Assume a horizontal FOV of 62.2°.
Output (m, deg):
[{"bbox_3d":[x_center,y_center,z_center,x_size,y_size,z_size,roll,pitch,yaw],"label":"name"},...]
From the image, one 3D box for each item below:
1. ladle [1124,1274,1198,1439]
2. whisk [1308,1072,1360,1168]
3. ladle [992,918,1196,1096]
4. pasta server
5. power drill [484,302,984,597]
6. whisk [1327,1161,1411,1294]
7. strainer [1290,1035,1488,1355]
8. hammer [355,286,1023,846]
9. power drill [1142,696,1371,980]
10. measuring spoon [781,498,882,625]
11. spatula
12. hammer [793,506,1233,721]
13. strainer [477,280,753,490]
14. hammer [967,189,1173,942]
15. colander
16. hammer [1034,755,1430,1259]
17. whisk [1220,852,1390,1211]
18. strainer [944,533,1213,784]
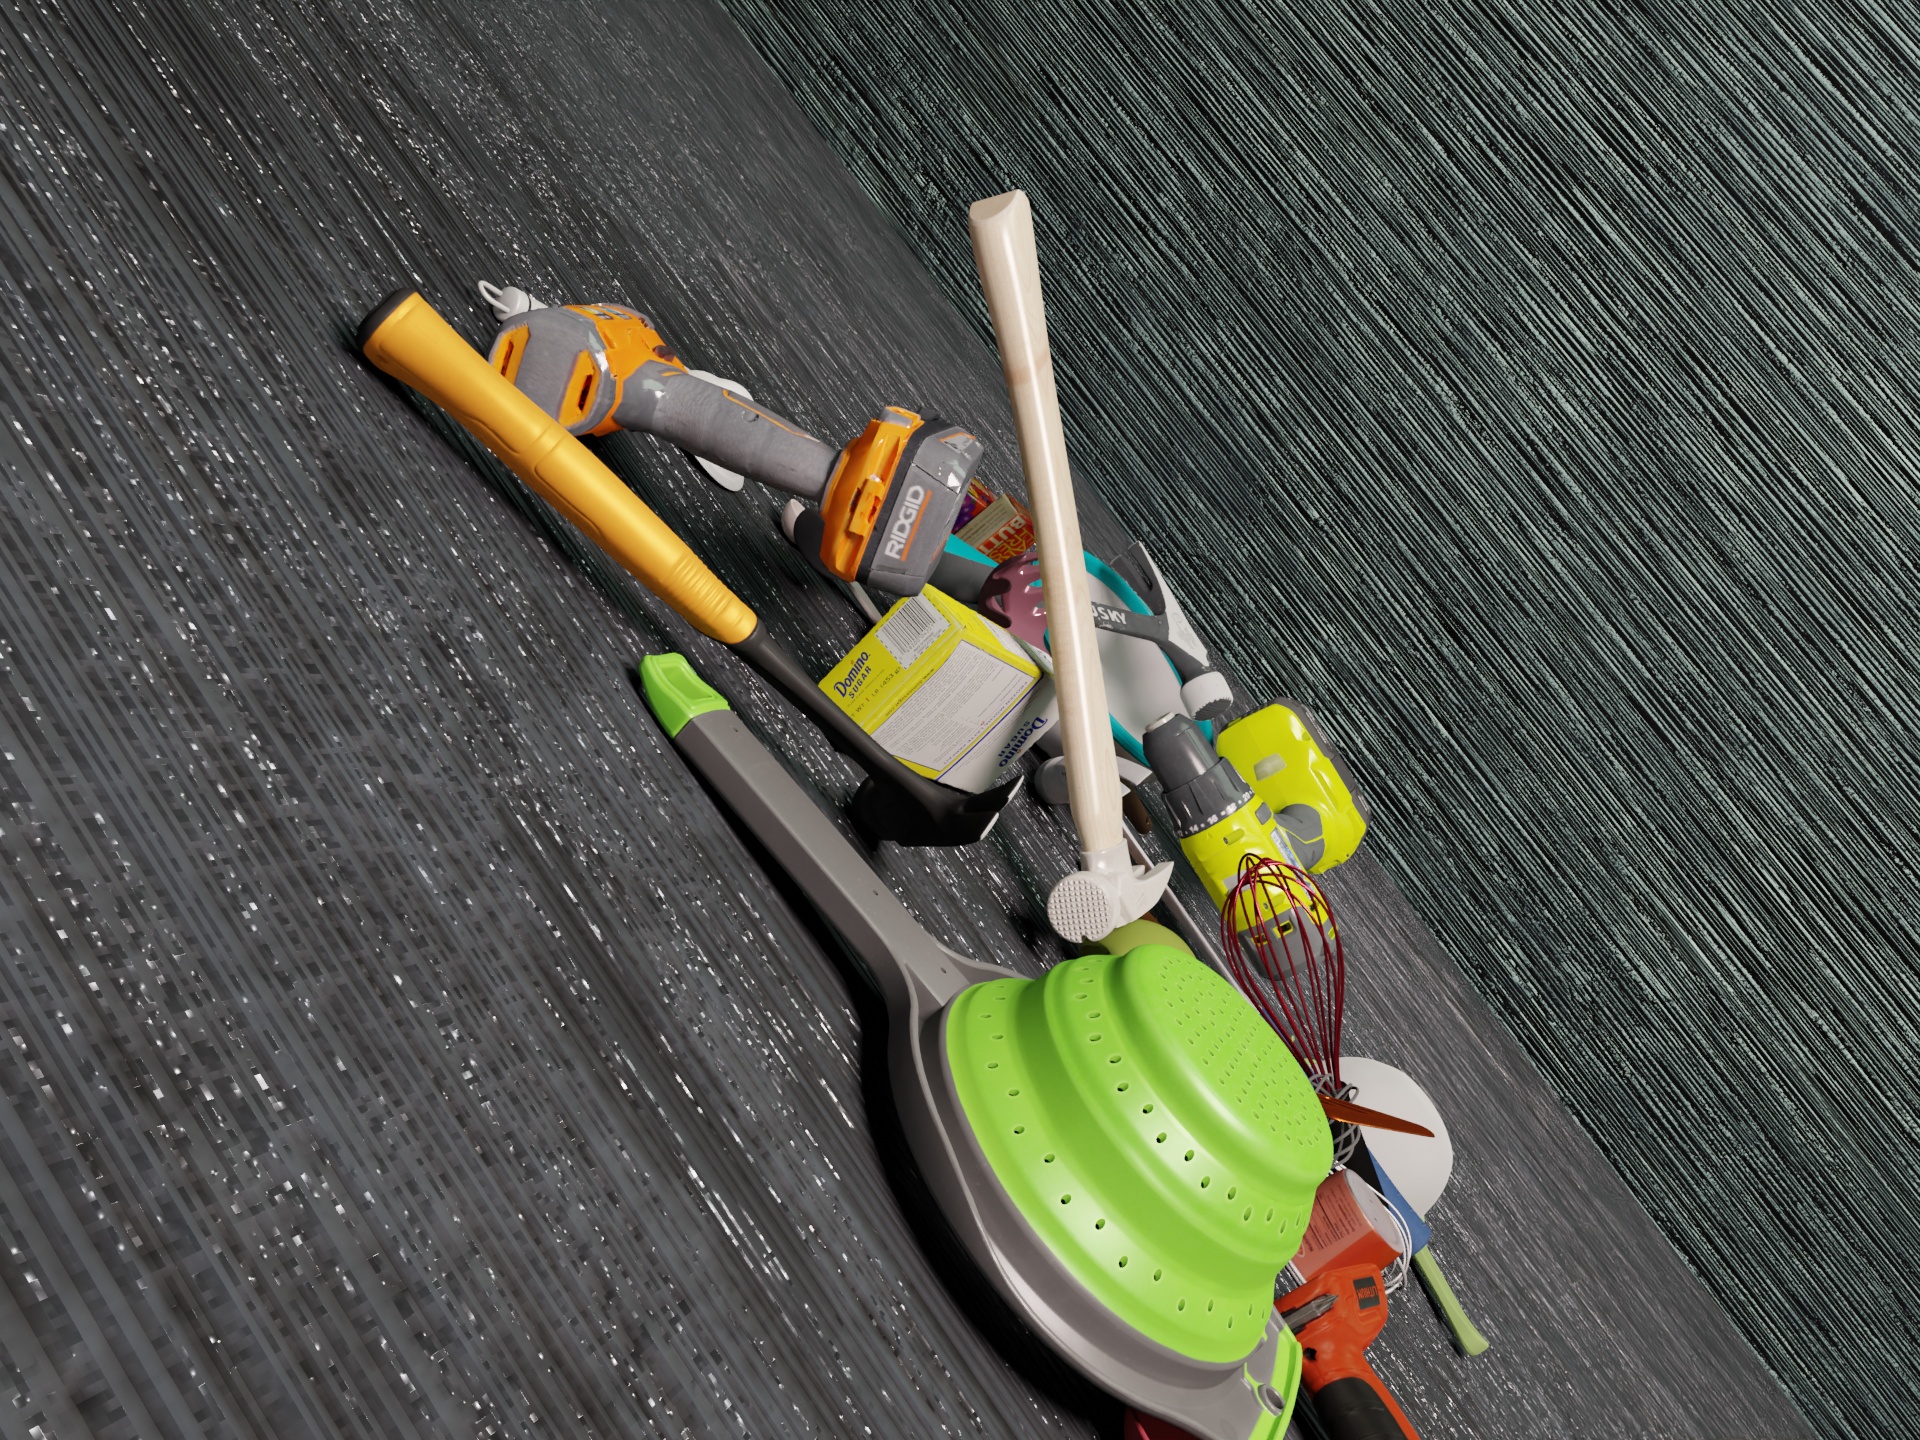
[{"bbox_3d":[0.079,0.235,0.684,0.069,0.031,0.316,47,13,-16],"label":"ladle"},{"bbox_3d":[0.170,0.242,0.865,0.055,0.055,0.239,55,27,13],"label":"whisk"},{"bbox_3d":[0.058,0.157,0.799,0.078,0.062,0.320,32,16,16],"label":"ladle"},{"bbox_3d":[0.081,-0.005,1.076,0.040,0.060,0.315,10,-28,34],"label":"pasta server"},{"bbox_3d":[-0.107,-0.147,0.805,0.226,0.084,0.164,22,16,-1],"label":"power drill"},{"bbox_3d":[0.192,0.249,0.987,0.246,0.058,0.059,52,-21,15],"label":"whisk"},{"bbox_3d":[0.335,0.335,1.160,0.151,0.069,0.257,42,15,-34],"label":"strainer"},{"bbox_3d":[-0.118,-0.059,0.691,0.336,0.034,0.127,43,-21,-18],"label":"hammer"},{"bbox_3d":[0.213,0.061,1.142,0.190,0.080,0.228,59,27,0],"label":"power drill"},{"bbox_3d":[-0.079,-0.090,1.033,0.124,0.018,0.034,54,12,-21],"label":"measuring spoon"},{"bbox_3d":[0.152,0.158,0.951,0.081,0.041,0.323,17,17,-31],"label":"spatula"},{"bbox_3d":[0.043,-0.089,1.088,0.408,0.036,0.149,10,50,-49],"label":"hammer"},{"bbox_3d":[-0.181,-0.197,0.919,0.258,0.050,0.087,20,47,-59],"label":"strainer"},{"bbox_3d":[0.060,-0.090,0.905,0.146,0.038,0.410,-14,95,-68],"label":"hammer"},{"bbox_3d":[0.023,0.096,0.635,0.397,0.094,0.204,48,18,10],"label":"colander"},{"bbox_3d":[0.190,0.189,1.066,0.405,0.035,0.144,55,-13,-3],"label":"hammer"},{"bbox_3d":[0.227,0.216,1.001,0.073,0.073,0.295,-72,144,-74],"label":"whisk"},{"bbox_3d":[0.051,-0.051,1.192,0.340,0.095,0.211,29,36,-37],"label":"strainer"}]
